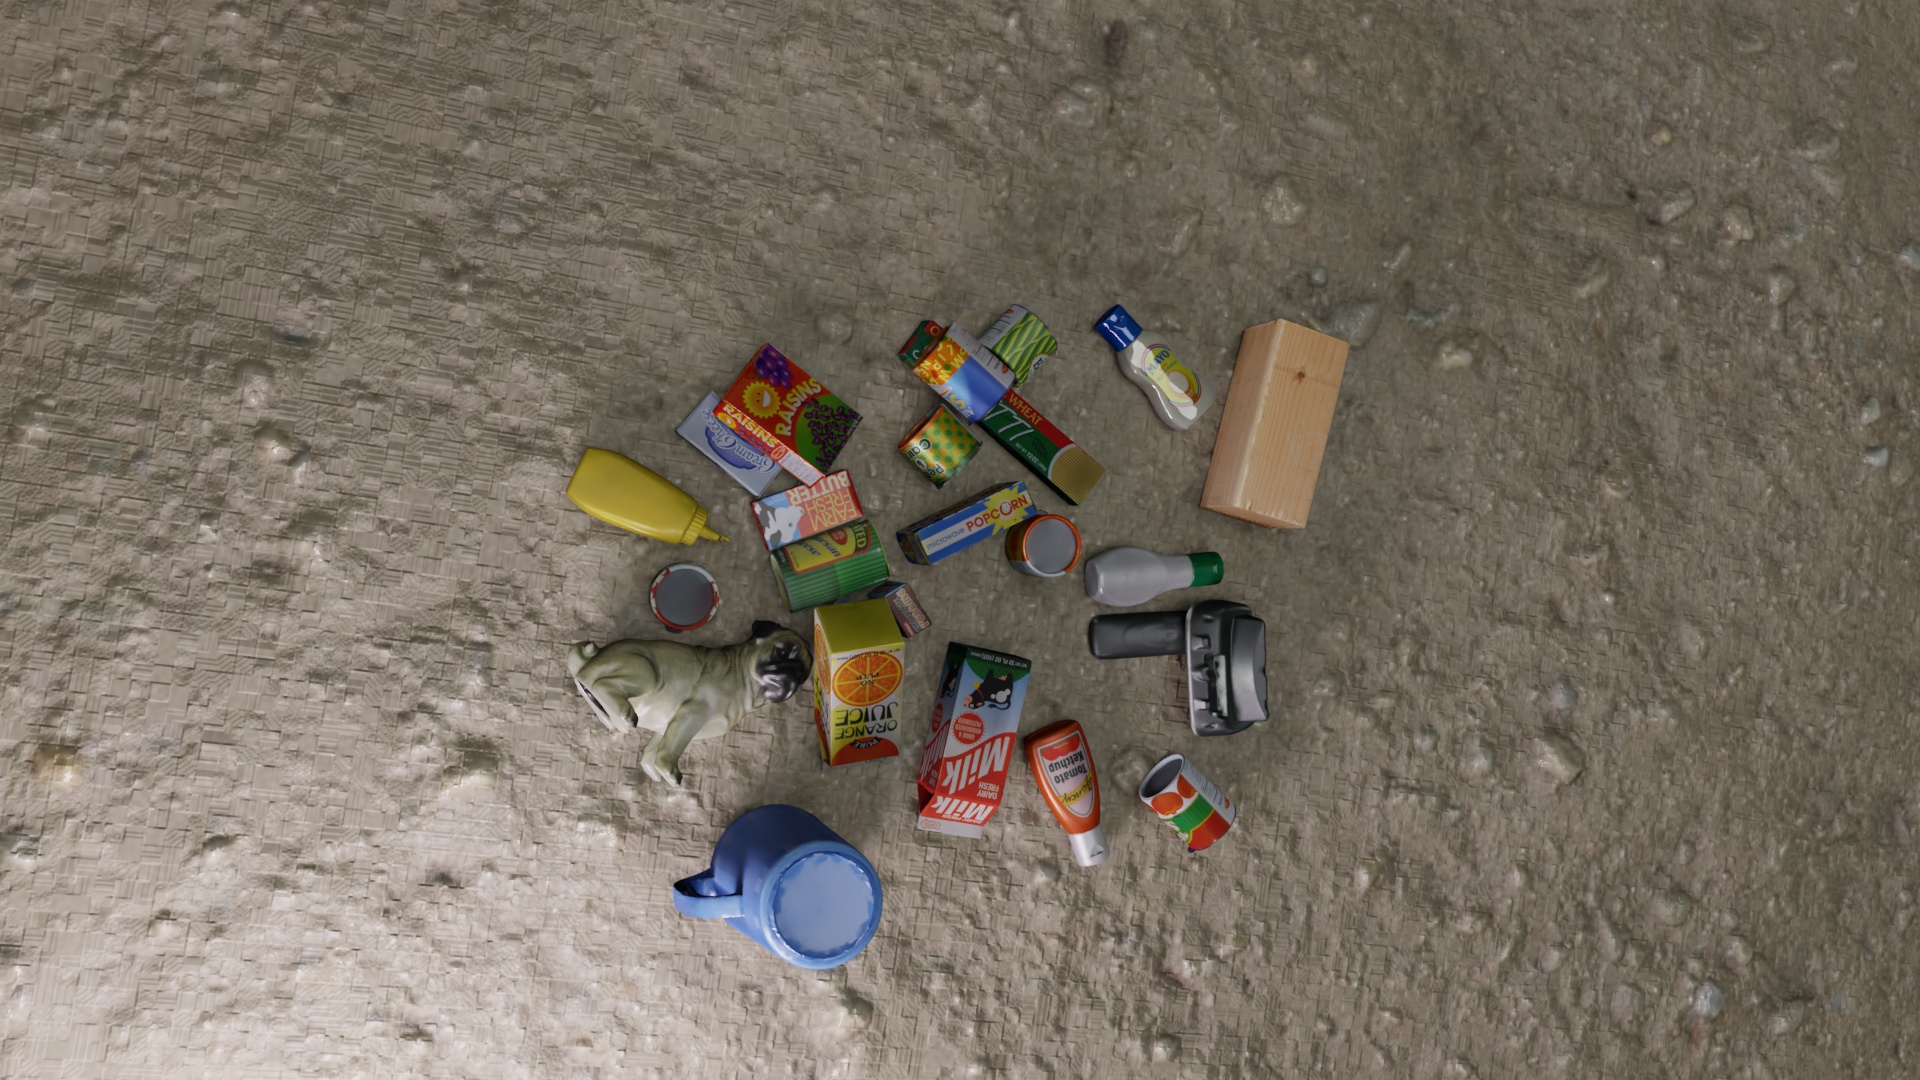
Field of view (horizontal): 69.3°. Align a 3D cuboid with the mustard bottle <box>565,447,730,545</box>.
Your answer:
[{"bbox_3d":[-0.297,-0.032,1.338,0.160,0.049,0.065,28,83,-15],"label":"mustard bottle"}]

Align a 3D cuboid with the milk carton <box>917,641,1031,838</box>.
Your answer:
[{"bbox_3d":[0.009,0.205,1.413,0.072,0.073,0.190,13,86,-16],"label":"milk carton"}]

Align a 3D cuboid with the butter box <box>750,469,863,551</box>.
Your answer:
[{"bbox_3d":[-0.154,-0.031,1.392,0.104,0.024,0.053,-21,96,-15],"label":"butter box"}]

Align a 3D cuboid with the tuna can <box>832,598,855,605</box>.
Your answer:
[{"bbox_3d":[-0.112,0.092,1.399,0.071,0.033,0.071,0,90,-16],"label":"tuna can"}]

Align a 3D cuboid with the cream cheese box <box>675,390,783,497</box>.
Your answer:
[{"bbox_3d":[-0.224,-0.095,1.372,0.103,0.024,0.053,40,80,-12],"label":"cream cheese box"}]

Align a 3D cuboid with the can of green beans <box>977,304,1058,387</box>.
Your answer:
[{"bbox_3d":[0.057,-0.200,1.433,0.071,0.071,0.058,46,79,-11],"label":"can of green beans"}]

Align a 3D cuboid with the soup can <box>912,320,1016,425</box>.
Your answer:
[{"bbox_3d":[0.002,-0.166,1.386,0.083,0.071,0.071,40,80,-12],"label":"soup can"}]

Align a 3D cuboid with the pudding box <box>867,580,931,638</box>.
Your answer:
[{"bbox_3d":[-0.061,0.068,1.387,0.030,0.083,0.049,-31,99,-13],"label":"pudding box"}]

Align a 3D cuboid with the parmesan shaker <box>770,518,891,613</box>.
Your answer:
[{"bbox_3d":[-0.129,0.027,1.374,0.103,0.071,0.071,-19,95,-15],"label":"parmesan shaker"}]

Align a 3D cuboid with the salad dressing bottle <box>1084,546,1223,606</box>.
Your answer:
[{"bbox_3d":[0.208,0.036,1.488,0.148,0.044,0.064,-4,89,-17],"label":"salad dressing bottle"}]

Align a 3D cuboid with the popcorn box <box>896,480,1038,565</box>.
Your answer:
[{"bbox_3d":[0.005,-0.018,1.407,0.127,0.085,0.038,-26,96,-14],"label":"popcorn box"}]

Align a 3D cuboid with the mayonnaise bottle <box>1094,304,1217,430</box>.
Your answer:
[{"bbox_3d":[0.206,-0.188,1.489,0.148,0.041,0.065,45,80,-12],"label":"mayonnaise bottle"}]

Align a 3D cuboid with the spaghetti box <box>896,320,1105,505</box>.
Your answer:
[{"bbox_3d":[0.044,-0.132,1.448,0.250,0.028,0.050,40,80,-12],"label":"spaghetti box"}]

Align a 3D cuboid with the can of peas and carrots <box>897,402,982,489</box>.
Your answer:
[{"bbox_3d":[-0.022,-0.095,1.408,0.058,0.071,0.071,45,79,-11],"label":"can of peas and carrots"}]

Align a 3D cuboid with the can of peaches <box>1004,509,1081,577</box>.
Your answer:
[{"bbox_3d":[0.086,0.003,1.444,0.071,0.058,0.071,0,90,-16],"label":"can of peaches"}]

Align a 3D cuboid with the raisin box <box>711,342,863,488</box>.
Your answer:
[{"bbox_3d":[-0.169,-0.123,1.366,0.123,0.040,0.086,38,57,-12],"label":"raisin box"}]

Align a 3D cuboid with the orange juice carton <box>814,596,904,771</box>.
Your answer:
[{"bbox_3d":[-0.100,0.154,1.356,0.072,0.073,0.191,-8,128,-16],"label":"orange juice carton"}]

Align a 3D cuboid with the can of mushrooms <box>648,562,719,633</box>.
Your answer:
[{"bbox_3d":[-0.270,0.057,1.353,0.071,0.033,0.071,0,90,-17],"label":"can of mushrooms"}]

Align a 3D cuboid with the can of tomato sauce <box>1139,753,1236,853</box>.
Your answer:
[{"bbox_3d":[0.241,0.280,1.484,0.083,0.071,0.071,45,79,-11],"label":"can of tomato sauce"}]

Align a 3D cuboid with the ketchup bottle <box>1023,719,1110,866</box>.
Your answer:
[{"bbox_3d":[0.118,0.267,1.459,0.065,0.043,0.148,-21,96,-15],"label":"ketchup bottle"}]
